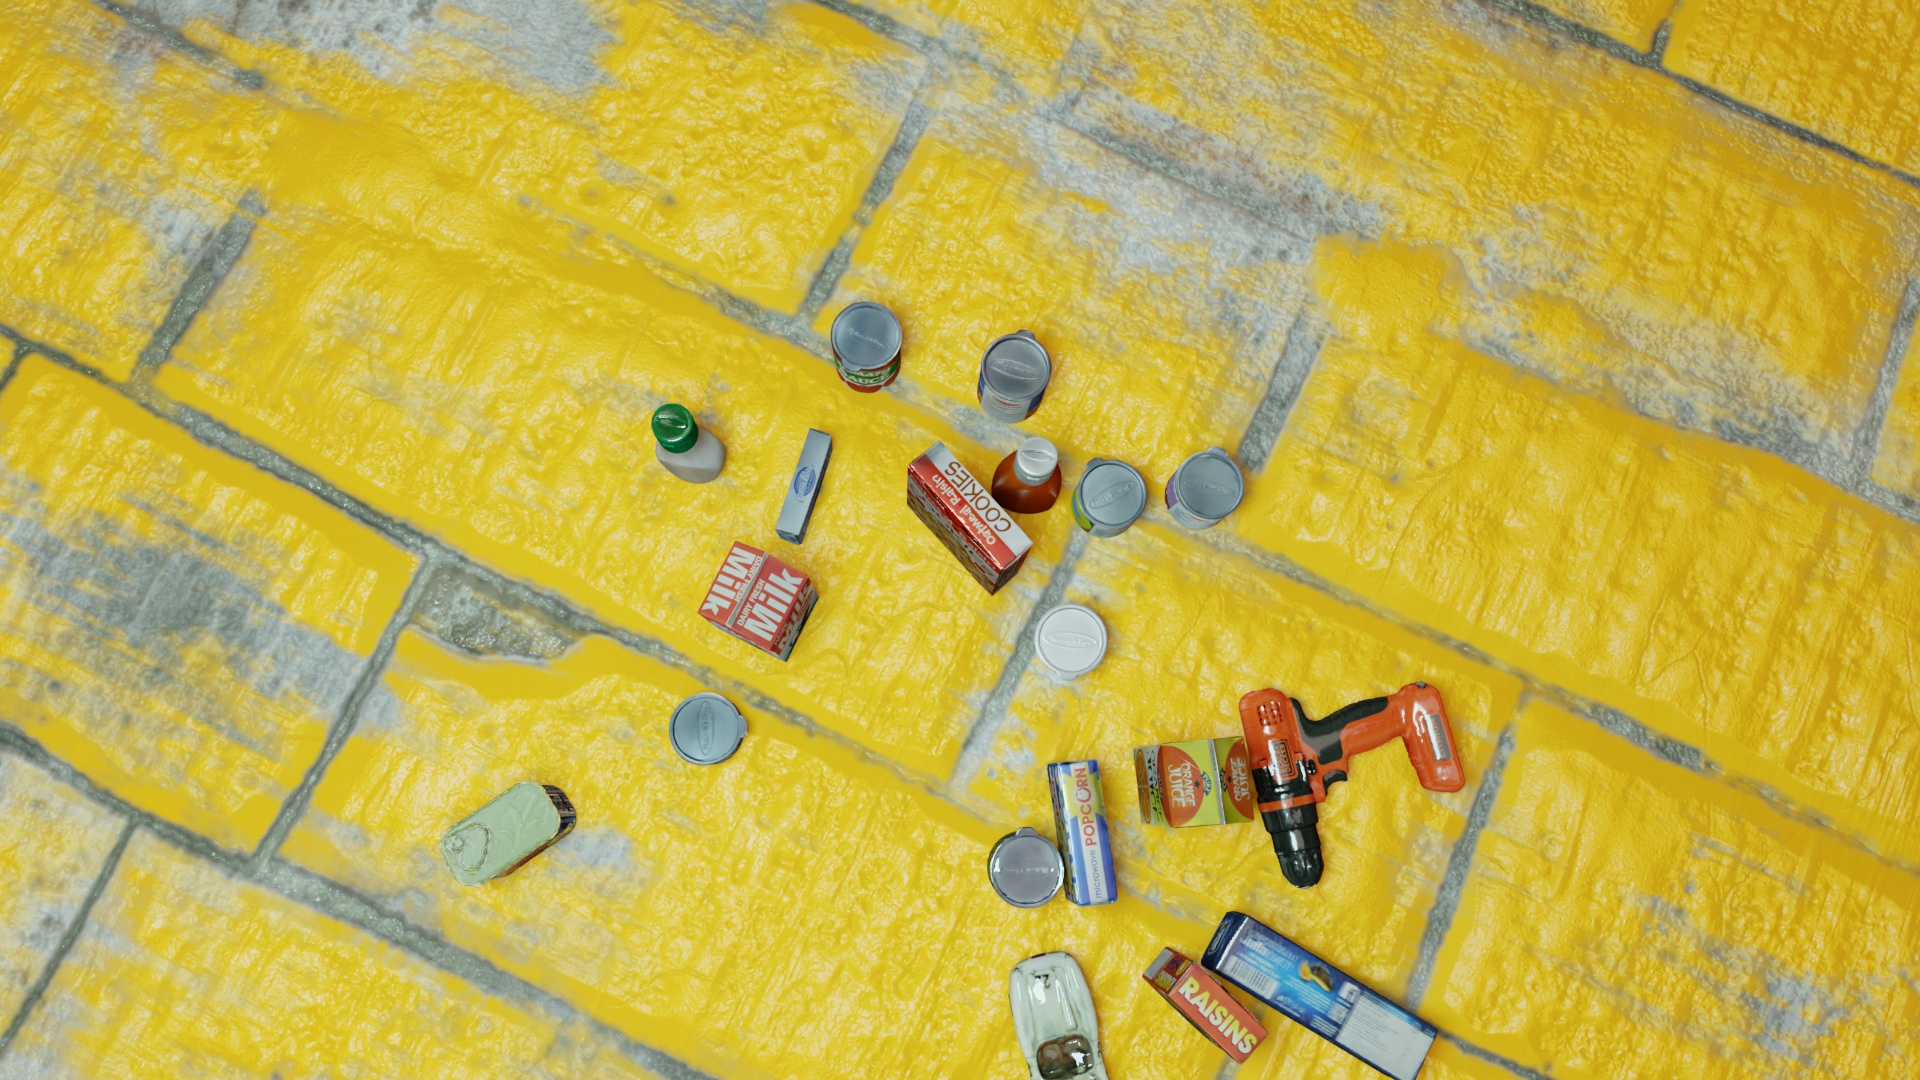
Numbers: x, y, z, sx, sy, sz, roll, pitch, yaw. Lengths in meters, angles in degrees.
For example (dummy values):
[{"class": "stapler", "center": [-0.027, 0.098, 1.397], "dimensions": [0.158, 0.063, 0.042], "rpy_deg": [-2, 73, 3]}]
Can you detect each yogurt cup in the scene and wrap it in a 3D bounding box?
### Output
[{"class": "yogurt cup", "center": [0.101, 0.095, 1.301], "dimensions": [0.072, 0.054, 0.072], "rpy_deg": [0, 80, -2]}]

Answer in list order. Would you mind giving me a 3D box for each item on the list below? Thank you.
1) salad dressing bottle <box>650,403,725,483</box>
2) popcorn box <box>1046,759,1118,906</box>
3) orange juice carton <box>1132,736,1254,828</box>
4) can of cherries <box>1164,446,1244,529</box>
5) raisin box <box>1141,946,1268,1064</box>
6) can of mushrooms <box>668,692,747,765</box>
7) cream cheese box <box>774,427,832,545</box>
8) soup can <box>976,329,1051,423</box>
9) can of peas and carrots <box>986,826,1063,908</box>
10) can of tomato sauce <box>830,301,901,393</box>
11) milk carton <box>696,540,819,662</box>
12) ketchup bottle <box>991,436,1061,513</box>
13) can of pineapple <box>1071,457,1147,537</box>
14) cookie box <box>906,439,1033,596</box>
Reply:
[{"class": "salad dressing bottle", "center": [-0.252, -0.089, 1.272], "dimensions": [0.064, 0.147, 0.044], "rpy_deg": [11, 80, 0]}, {"class": "popcorn box", "center": [0.109, 0.262, 1.254], "dimensions": [0.038, 0.085, 0.127], "rpy_deg": [-7, 80, -4]}, {"class": "orange juice carton", "center": [0.205, 0.211, 1.213], "dimensions": [0.073, 0.192, 0.072], "rpy_deg": [-5, 80, -3]}, {"class": "can of cherries", "center": [0.234, -0.049, 1.332], "dimensions": [0.071, 0.058, 0.071], "rpy_deg": [0, 80, -2]}, {"class": "raisin box", "center": [0.212, 0.403, 1.212], "dimensions": [0.086, 0.123, 0.040], "rpy_deg": [43, 81, 5]}, {"class": "can of mushrooms", "center": [-0.231, 0.174, 1.281], "dimensions": [0.071, 0.033, 0.071], "rpy_deg": [0, 79, -3]}, {"class": "cream cheese box", "center": [-0.147, -0.050, 1.317], "dimensions": [0.024, 0.053, 0.104], "rpy_deg": [17, 79, 1]}, {"class": "soup can", "center": [0.051, -0.156, 1.331], "dimensions": [0.071, 0.083, 0.071], "rpy_deg": [0, 80, -2]}, {"class": "can of peas and carrots", "center": [0.057, 0.295, 1.259], "dimensions": [0.071, 0.058, 0.071], "rpy_deg": [0, 80, -2]}, {"class": "can of tomato sauce", "center": [-0.090, -0.181, 1.330], "dimensions": [0.071, 0.083, 0.071], "rpy_deg": [0, 80, -2]}, {"class": "milk carton", "center": [-0.178, 0.054, 1.226], "dimensions": [0.073, 0.190, 0.072], "rpy_deg": [26, 80, 2]}, {"class": "ketchup bottle", "center": [0.064, -0.060, 1.280], "dimensions": [0.065, 0.148, 0.043], "rpy_deg": [9, 80, -1]}, {"class": "can of pineapple", "center": [0.141, -0.041, 1.327], "dimensions": [0.071, 0.057, 0.071], "rpy_deg": [0, 80, -2]}, {"class": "cookie box", "center": [0.004, -0.016, 1.260], "dimensions": [0.040, 0.167, 0.123], "rpy_deg": [-42, 84, -9]}]
